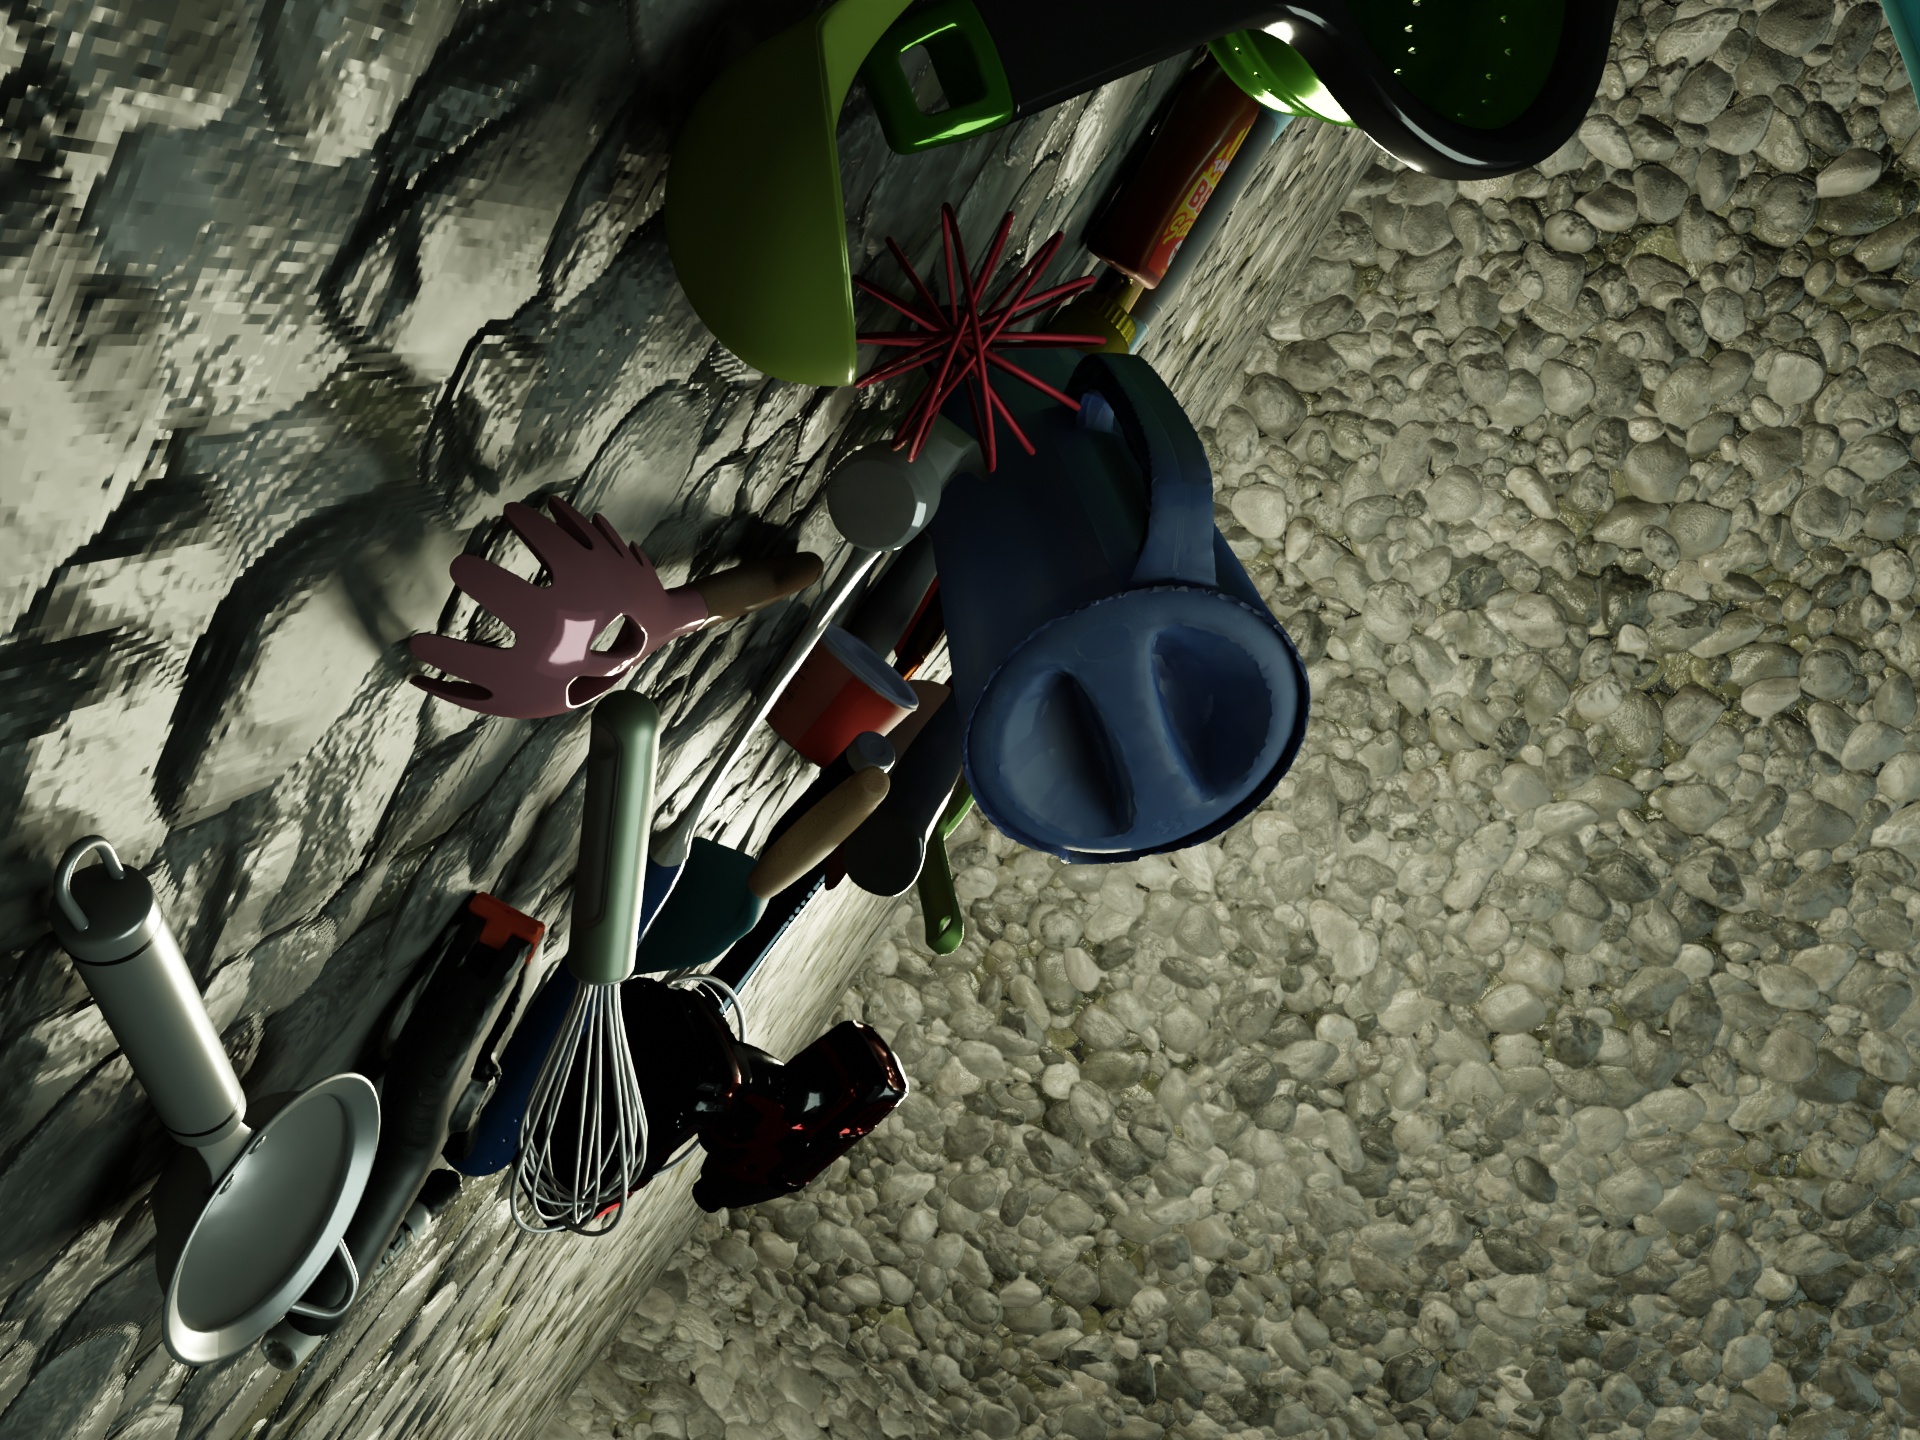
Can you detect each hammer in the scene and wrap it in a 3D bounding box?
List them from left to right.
[{"bbox_3d":[-0.111,0.043,0.650,0.405,0.035,0.144,-54,-179,25],"label":"hammer"},{"bbox_3d":[-0.084,0.073,1.164,0.386,0.038,0.143,-51,-160,-2],"label":"hammer"},{"bbox_3d":[-0.001,-0.002,0.769,0.335,0.035,0.146,-61,176,-70],"label":"hammer"},{"bbox_3d":[0.127,-0.282,1.082,0.331,0.033,0.128,-57,176,6],"label":"hammer"}]

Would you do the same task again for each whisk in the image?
[{"bbox_3d":[-0.138,0.100,0.602,0.059,0.058,0.246,-16,126,-45],"label":"whisk"},{"bbox_3d":[-0.013,-0.100,0.843,0.239,0.055,0.055,-54,177,34],"label":"whisk"},{"bbox_3d":[0.001,-0.124,0.519,0.073,0.073,0.296,-57,-171,10],"label":"whisk"}]

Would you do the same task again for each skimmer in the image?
[{"bbox_3d":[-0.112,0.138,0.863,0.127,0.090,0.363,-26,163,-46],"label":"skimmer"}]

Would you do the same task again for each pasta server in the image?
[{"bbox_3d":[-0.091,-0.045,0.536,0.060,0.040,0.316,-58,179,12],"label":"pasta server"}]

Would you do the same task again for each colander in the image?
[{"bbox_3d":[0.094,-0.257,0.554,0.397,0.204,0.094,-35,-162,-33],"label":"colander"}]

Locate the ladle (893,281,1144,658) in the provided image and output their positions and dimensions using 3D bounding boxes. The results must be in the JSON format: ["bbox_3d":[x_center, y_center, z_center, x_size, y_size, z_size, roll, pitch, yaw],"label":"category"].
[{"bbox_3d":[0.040,-0.167,0.996,0.315,0.031,0.069,-58,-165,-12],"label":"ladle"}]

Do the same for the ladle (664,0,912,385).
[{"bbox_3d":[0.027,-0.217,0.396,0.320,0.062,0.078,-58,174,-16],"label":"ladle"}]

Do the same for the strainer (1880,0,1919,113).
[{"bbox_3d":[0.248,-0.336,0.550,0.095,0.340,0.211,-9,-148,53],"label":"strainer"}]

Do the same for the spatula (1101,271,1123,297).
[{"bbox_3d":[0.041,-0.183,0.955,0.316,0.018,0.060,-56,-176,-15],"label":"spatula"}]

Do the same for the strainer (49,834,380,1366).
[{"bbox_3d":[-0.189,0.097,0.399,0.258,0.050,0.087,107,10,-52],"label":"strainer"}]

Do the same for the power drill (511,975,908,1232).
[{"bbox_3d":[-0.133,0.212,0.845,0.143,0.079,0.219,-40,151,11],"label":"power drill"}]

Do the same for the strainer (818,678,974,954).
[{"bbox_3d":[-0.042,0.051,0.995,0.151,0.069,0.257,-43,-153,15],"label":"strainer"}]

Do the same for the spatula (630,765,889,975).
[{"bbox_3d":[-0.090,0.061,0.690,0.082,0.044,0.317,-64,-170,-24],"label":"spatula"}]

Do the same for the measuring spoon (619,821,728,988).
[{"bbox_3d":[-0.160,0.098,0.859,0.034,0.018,0.124,-52,-173,50],"label":"measuring spoon"}]

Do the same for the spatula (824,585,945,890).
[{"bbox_3d":[-0.008,-0.051,0.911,0.323,0.041,0.081,-60,-175,-21],"label":"spatula"}]
